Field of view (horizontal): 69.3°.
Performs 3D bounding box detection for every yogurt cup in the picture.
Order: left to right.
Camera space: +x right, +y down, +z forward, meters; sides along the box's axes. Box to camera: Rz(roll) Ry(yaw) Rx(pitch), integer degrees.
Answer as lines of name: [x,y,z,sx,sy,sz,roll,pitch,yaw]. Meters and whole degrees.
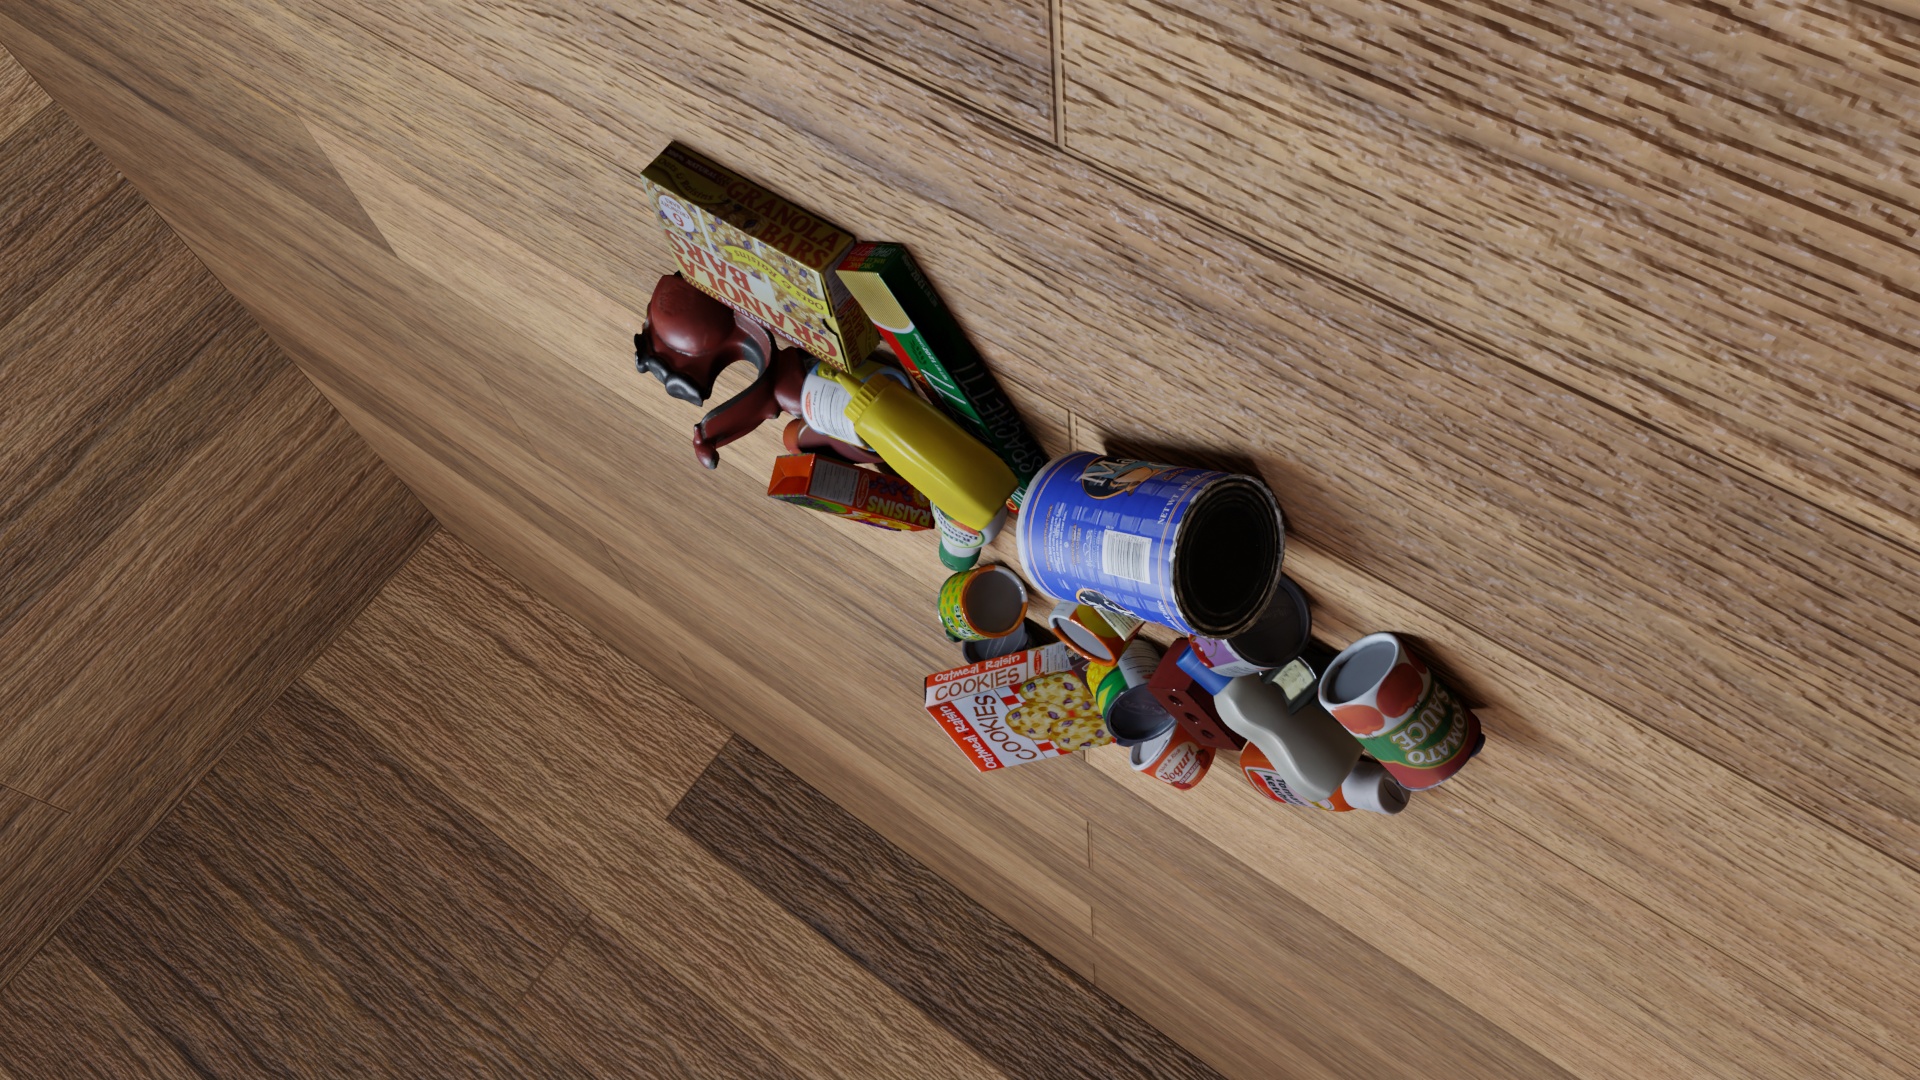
yogurt cup: [0.193,0.190,1.255,0.054,0.072,0.072,33,162,-11]

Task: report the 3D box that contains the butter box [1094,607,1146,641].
butter box: [0.100,0.028,1.047,0.103,0.024,0.053,47,-168,7]

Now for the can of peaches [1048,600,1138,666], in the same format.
can of peaches: [0.114,0.060,1.104,0.071,0.058,0.071,34,160,14]

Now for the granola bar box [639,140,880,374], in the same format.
granola bar box: [-0.142,-0.199,0.994,0.166,0.039,0.123,31,160,20]

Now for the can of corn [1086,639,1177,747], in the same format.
can of corn: [0.143,0.127,1.159,0.071,0.071,0.058,53,-170,-37]

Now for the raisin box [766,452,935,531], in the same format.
raisin box: [-0.091,-0.040,1.193,0.123,0.040,0.086,15,173,-30]

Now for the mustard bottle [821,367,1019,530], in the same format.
mustard bottle: [-0.032,-0.073,0.981,0.160,0.049,0.065,40,163,-2]

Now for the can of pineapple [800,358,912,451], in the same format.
can of pineapple: [-0.077,-0.106,1.055,0.058,0.071,0.070,22,155,38]

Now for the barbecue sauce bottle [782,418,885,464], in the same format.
barbecue sauce bottle: [-0.108,-0.091,1.178,0.065,0.044,0.148,38,163,-23]

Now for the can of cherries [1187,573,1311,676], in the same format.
can of cherries: [0.194,0.054,0.941,0.071,0.072,0.058,39,162,-3]

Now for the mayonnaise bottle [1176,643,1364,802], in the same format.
mayonnaise bottle: [0.231,0.128,1.049,0.148,0.065,0.041,41,156,4]

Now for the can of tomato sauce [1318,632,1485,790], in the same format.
can of tomato sauce: [0.284,0.110,0.898,0.083,0.071,0.071,44,160,-13]

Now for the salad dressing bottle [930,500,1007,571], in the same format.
salad dressing bottle: [0.004,-0.014,1.151,0.064,0.044,0.147,34,161,9]

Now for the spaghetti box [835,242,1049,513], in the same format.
spaghetti box: [0.001,-0.104,0.972,0.050,0.029,0.249,17,152,49]

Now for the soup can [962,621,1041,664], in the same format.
soup can: [0.051,0.118,1.340,0.071,0.071,0.083,19,154,43]

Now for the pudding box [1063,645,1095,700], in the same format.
pudding box: [0.131,0.114,1.205,0.083,0.049,0.030,53,-168,-37]

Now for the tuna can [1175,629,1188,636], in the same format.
tuna can: [0.163,0.039,1.006,0.071,0.033,0.070,33,160,14]

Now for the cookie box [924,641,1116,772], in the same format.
cookie box: [0.067,0.155,1.301,0.167,0.040,0.122,-16,134,21]

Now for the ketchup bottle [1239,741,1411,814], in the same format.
ketchup bottle: [0.291,0.189,1.106,0.064,0.044,0.148,45,159,-19]

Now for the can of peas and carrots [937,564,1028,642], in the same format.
can of peas and carrots: [0.018,0.059,1.253,0.071,0.071,0.058,42,160,-13]
